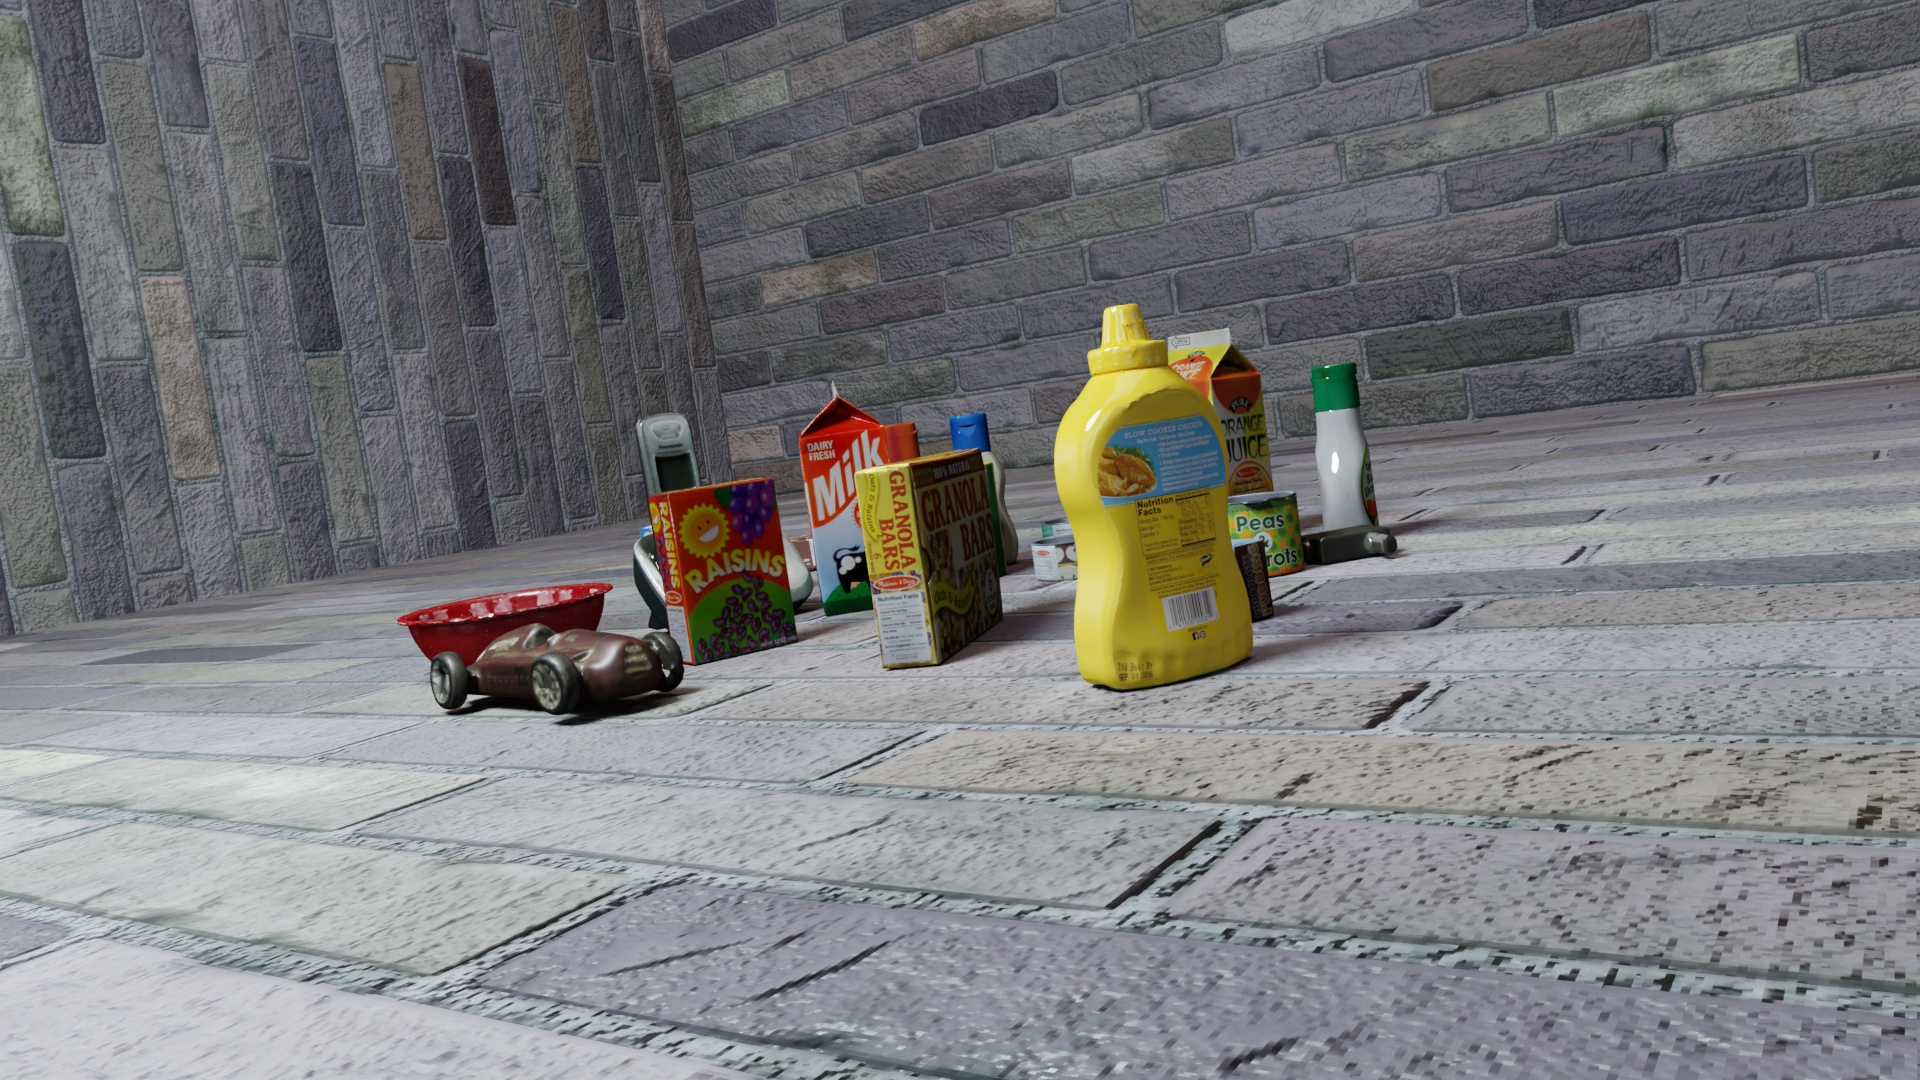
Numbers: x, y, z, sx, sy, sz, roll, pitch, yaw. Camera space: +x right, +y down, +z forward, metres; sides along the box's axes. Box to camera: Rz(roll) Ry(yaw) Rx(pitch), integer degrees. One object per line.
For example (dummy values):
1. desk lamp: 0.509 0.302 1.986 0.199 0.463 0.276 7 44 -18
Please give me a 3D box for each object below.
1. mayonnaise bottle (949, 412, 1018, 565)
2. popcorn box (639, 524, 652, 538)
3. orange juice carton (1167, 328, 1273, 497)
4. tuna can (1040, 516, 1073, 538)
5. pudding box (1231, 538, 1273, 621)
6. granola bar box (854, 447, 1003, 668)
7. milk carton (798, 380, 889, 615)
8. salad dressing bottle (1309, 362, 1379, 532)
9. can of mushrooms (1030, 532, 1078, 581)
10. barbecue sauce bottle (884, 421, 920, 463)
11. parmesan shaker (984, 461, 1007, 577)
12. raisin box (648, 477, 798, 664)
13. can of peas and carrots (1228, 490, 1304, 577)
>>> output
1. mayonnaise bottle: 0.016 -0.048 1.338 0.065 0.148 0.041 -7 4 7
2. popcorn box: -0.237 0.019 1.338 0.127 0.085 0.038 -8 5 4
3. orange juice carton: 0.225 -0.091 1.246 0.073 0.192 0.071 -12 6 -40
4. tuna can: 0.114 -0.006 1.374 0.071 0.033 0.071 -8 5 1
5. pudding box: 0.153 0.025 0.868 0.030 0.049 0.083 -11 6 -36
6. granola bar box: -0.016 0.007 0.912 0.039 0.124 0.166 -7 5 16
7. milk carton: -0.093 -0.039 1.163 0.073 0.190 0.072 -8 4 -6
8. salad dressing bottle: 0.316 -0.072 1.146 0.044 0.147 0.064 -6 5 24
9. can of mushrooms: 0.096 0.013 1.183 0.071 0.033 0.071 -8 5 1
10. barbecue sauce bottle: -0.051 -0.038 1.335 0.043 0.148 0.065 -7 5 12
11. parmesan shaker: 0.004 -0.016 1.252 0.071 0.103 0.071 -8 5 1
12. raisin box: -0.170 0.021 1.002 0.086 0.123 0.040 -11 5 -33
13. can of peas and carrots: 0.220 -0.004 1.034 0.071 0.058 0.071 -8 5 1
